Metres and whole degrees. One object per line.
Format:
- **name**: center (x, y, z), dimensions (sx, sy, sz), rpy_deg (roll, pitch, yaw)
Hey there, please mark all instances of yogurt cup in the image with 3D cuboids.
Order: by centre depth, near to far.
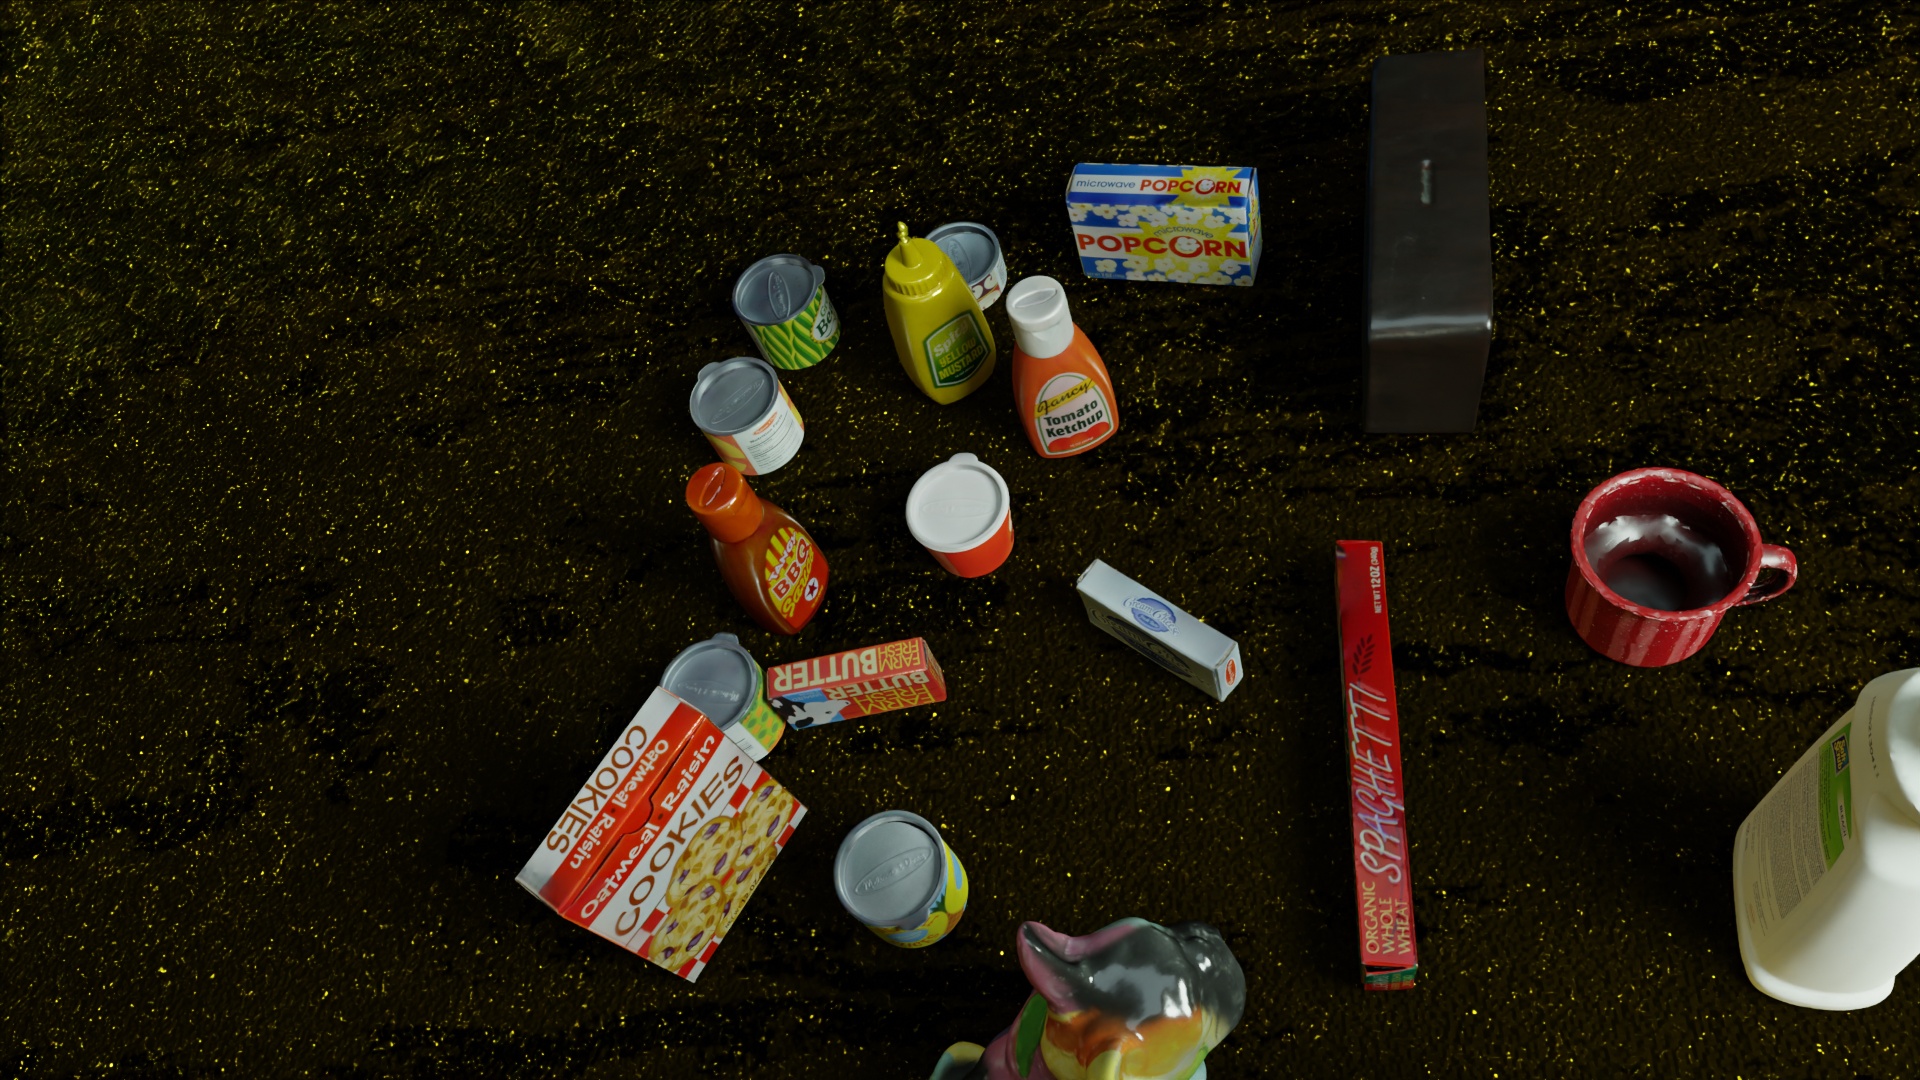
- **yogurt cup**: center (0.003, -0.011, 0.911), dimensions (0.072, 0.053, 0.073), rpy_deg (-7, 60, 12)

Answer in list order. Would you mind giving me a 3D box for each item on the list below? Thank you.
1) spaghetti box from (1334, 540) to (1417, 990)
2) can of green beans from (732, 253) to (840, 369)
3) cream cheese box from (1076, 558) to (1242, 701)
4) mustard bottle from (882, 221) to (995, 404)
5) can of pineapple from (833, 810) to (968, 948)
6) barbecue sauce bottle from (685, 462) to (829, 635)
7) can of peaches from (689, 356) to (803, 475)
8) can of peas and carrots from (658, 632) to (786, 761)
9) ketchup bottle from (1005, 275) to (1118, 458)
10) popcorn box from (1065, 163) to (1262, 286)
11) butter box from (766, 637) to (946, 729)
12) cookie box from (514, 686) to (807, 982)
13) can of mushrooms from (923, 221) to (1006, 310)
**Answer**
- **spaghetti box**: center (0.230, 0.120, 0.777), dimensions (0.028, 0.050, 0.251), rpy_deg (-3, 60, 14)
- **can of green beans**: center (-0.128, -0.169, 1.034), dimensions (0.071, 0.057, 0.071), rpy_deg (-7, 60, 12)
- **cream cheese box**: center (0.120, 0.055, 0.842), dimensions (0.104, 0.053, 0.024), rpy_deg (32, 74, 28)
- **mustard bottle**: center (-0.020, -0.156, 0.937), dimensions (0.065, 0.159, 0.049), rpy_deg (-36, 59, -6)
- **can of pineapple**: center (-0.033, 0.198, 0.799), dimensions (0.071, 0.057, 0.071), rpy_deg (-7, 60, 12)
- **barbecue sauce bottle**: center (-0.130, 0.003, 0.883), dimensions (0.044, 0.148, 0.065), rpy_deg (16, 67, 23)
- **can of peaches**: center (-0.153, -0.090, 0.995), dimensions (0.071, 0.058, 0.071), rpy_deg (-7, 60, 12)
- **can of peas and carrots**: center (-0.150, 0.102, 0.885), dimensions (0.071, 0.058, 0.071), rpy_deg (-7, 60, 12)
- **ketchup bottle**: center (0.061, -0.111, 0.896), dimensions (0.065, 0.148, 0.044), rpy_deg (-21, 58, 3)
- **popcorn box**: center (0.143, -0.221, 0.974), dimensions (0.127, 0.085, 0.038), rpy_deg (7, 64, 19)
- **butter box**: center (-0.064, 0.090, 0.872), dimensions (0.103, 0.053, 0.024), rpy_deg (-12, 59, 8)
- **cookie box**: center (-0.160, 0.171, 0.785), dimensions (0.040, 0.166, 0.123), rpy_deg (25, 71, 26)
- **can of mushrooms**: center (-0.002, -0.201, 1.032), dimensions (0.071, 0.033, 0.071), rpy_deg (-7, 60, 12)
